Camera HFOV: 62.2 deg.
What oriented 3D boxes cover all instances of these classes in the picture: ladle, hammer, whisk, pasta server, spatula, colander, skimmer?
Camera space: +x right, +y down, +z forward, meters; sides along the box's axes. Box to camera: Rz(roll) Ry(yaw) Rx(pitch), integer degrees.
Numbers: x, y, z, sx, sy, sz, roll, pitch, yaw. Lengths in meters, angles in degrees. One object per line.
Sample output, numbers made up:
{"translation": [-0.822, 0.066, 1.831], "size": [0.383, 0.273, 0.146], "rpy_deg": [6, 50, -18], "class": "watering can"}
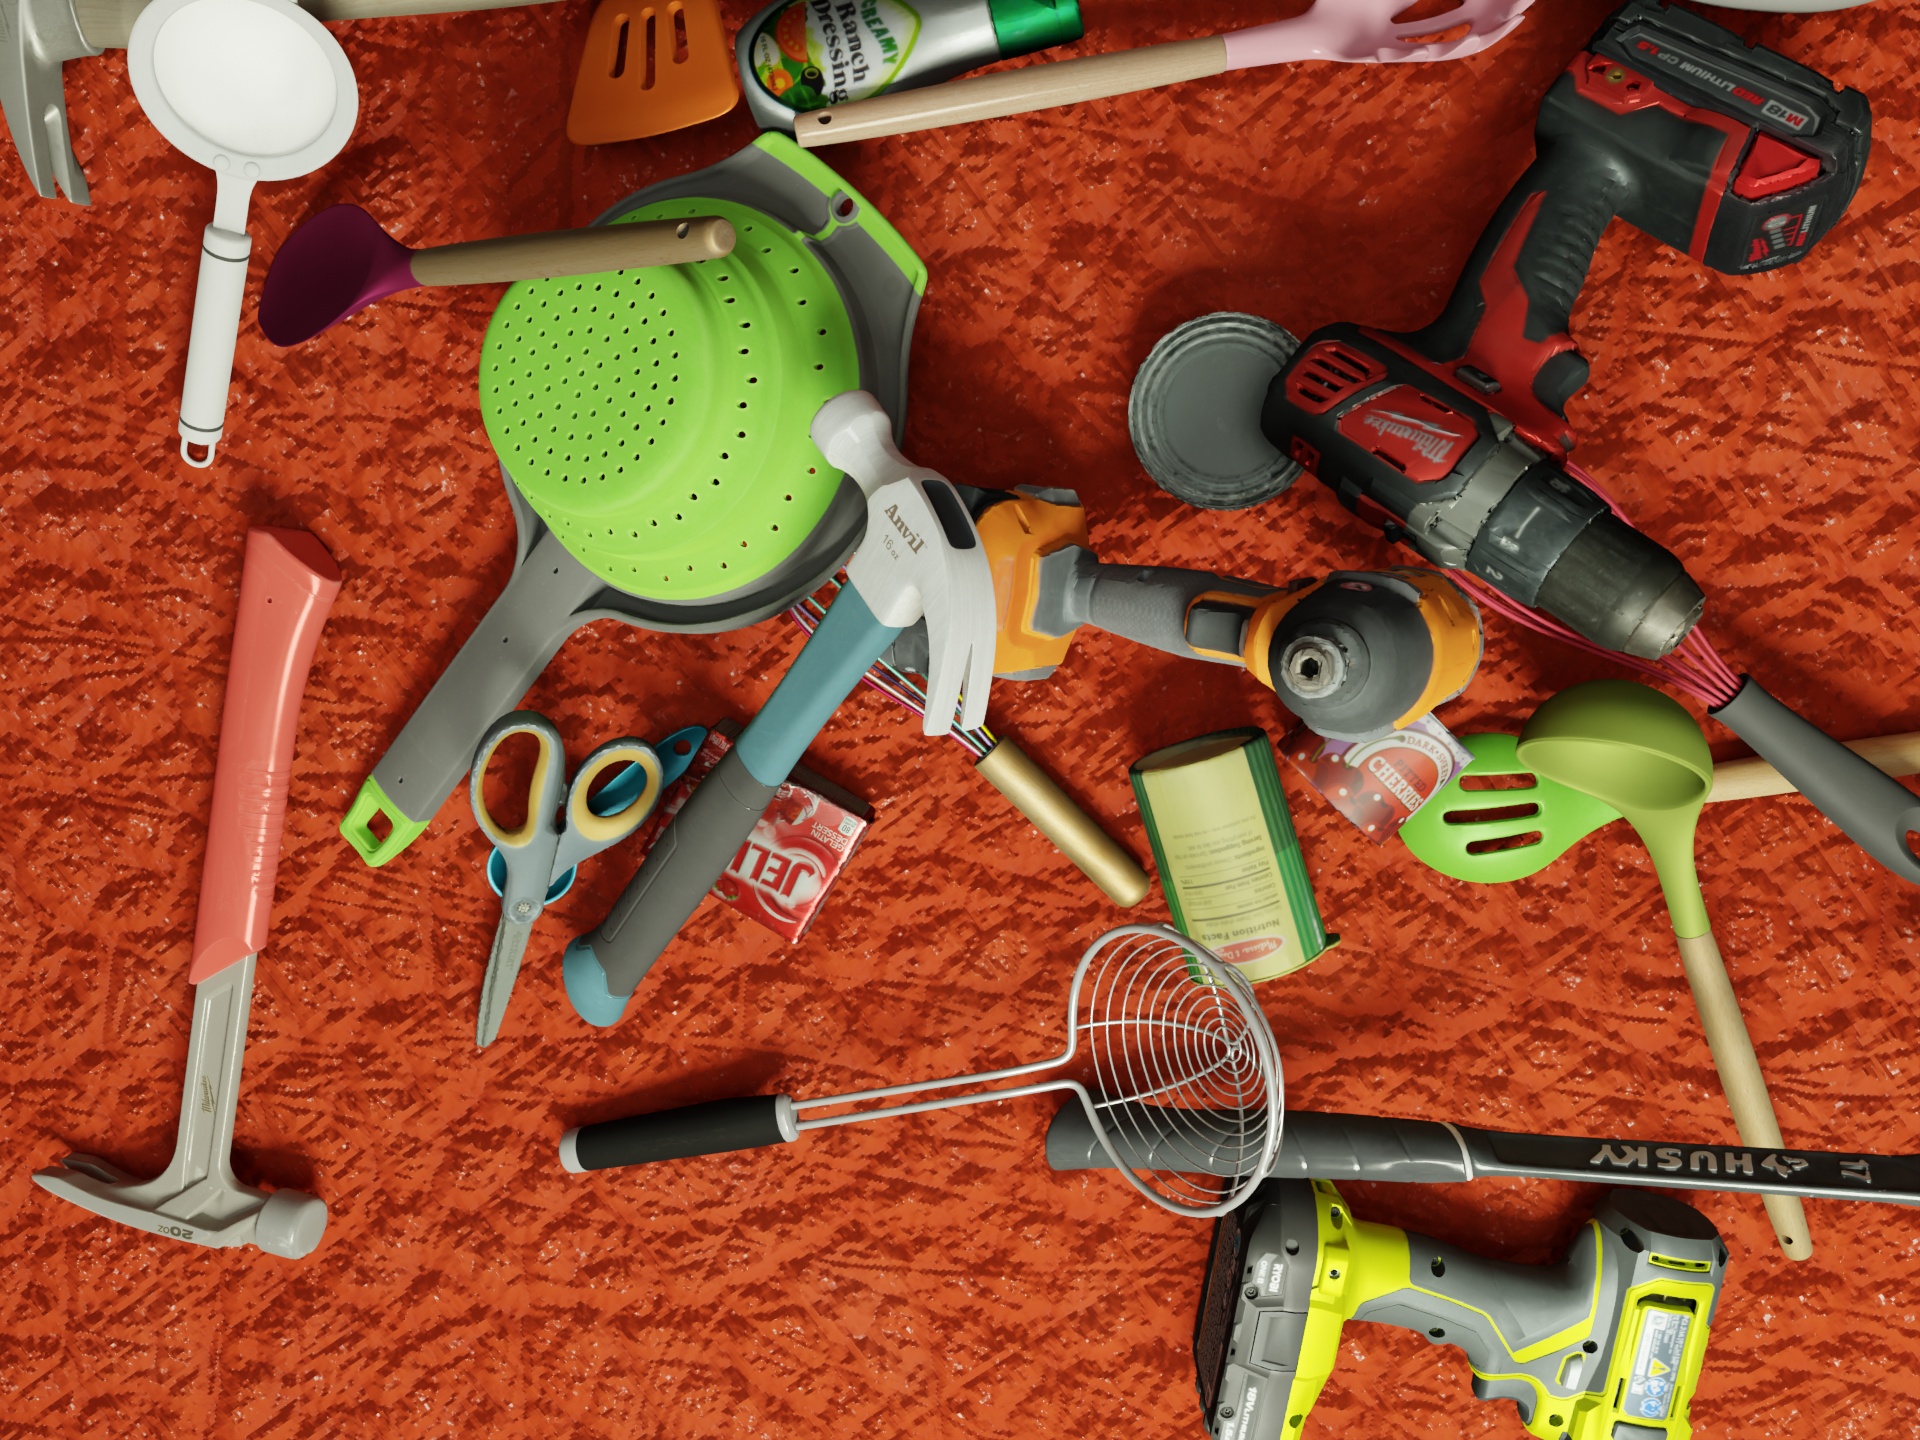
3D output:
{"translation": [0.325, 0.121, 0.703], "size": [0.062, 0.078, 0.320], "rpy_deg": [-36, 110, -31], "class": "ladle"}
{"translation": [-0.093, 0.025, 0.682], "size": [0.128, 0.033, 0.331], "rpy_deg": [55, 126, 22], "class": "hammer"}
{"translation": [0.232, 0.191, 0.683], "size": [0.409, 0.149, 0.036], "rpy_deg": [-3, 119, 23], "class": "hammer"}
{"translation": [-0.236, -0.313, 0.684], "size": [0.410, 0.038, 0.146], "rpy_deg": [0, 100, 13], "class": "hammer"}
{"translation": [0.317, -0.024, 0.688], "size": [0.296, 0.073, 0.073], "rpy_deg": [39, 100, 1], "class": "whisk"}
{"translation": [0.000, -0.003, 0.737], "size": [0.245, 0.051, 0.047], "rpy_deg": [44, 94, -6], "class": "whisk"}
{"translation": [0.085, -0.281, 0.670], "size": [0.316, 0.040, 0.060], "rpy_deg": [-11, 79, -1], "class": "pasta server"}
{"translation": [-0.152, -0.413, 0.686], "size": [0.081, 0.041, 0.322], "rpy_deg": [-7, 97, 13], "class": "spatula"}
{"translation": [-0.183, -0.080, 0.694], "size": [0.204, 0.094, 0.397], "rpy_deg": [45, 107, 14], "class": "colander"}
{"translation": [-0.033, 0.177, 0.721], "size": [0.363, 0.090, 0.127], "rpy_deg": [-12, 86, 15], "class": "skimmer"}
{"translation": [-0.363, 0.082, 0.781], "size": [0.149, 0.037, 0.359], "rpy_deg": [13, 99, 9], "class": "hammer"}

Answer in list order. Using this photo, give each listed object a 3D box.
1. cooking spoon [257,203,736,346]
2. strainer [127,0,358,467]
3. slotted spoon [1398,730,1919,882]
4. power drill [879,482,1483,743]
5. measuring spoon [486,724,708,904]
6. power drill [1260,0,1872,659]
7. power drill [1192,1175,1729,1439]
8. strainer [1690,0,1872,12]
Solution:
{"translation": [-0.204, -0.186, 0.650], "size": [0.319, 0.017, 0.069], "rpy_deg": [9, 81, 39], "class": "cooking spoon"}
{"translation": [-0.321, -0.218, 0.696], "size": [0.086, 0.050, 0.258], "rpy_deg": [10, 128, -25], "class": "strainer"}
{"translation": [0.357, 0.024, 0.719], "size": [0.314, 0.031, 0.070], "rpy_deg": [-8, 94, 5], "class": "slotted spoon"}
{"translation": [0.081, -0.042, 0.635], "size": [0.226, 0.164, 0.084], "rpy_deg": [12, 101, 25], "class": "power drill"}
{"translation": [-0.175, 0.041, 0.773], "size": [0.128, 0.021, 0.042], "rpy_deg": [-38, 117, 1], "class": "measuring spoon"}
{"translation": [0.256, -0.149, 0.628], "size": [0.188, 0.080, 0.226], "rpy_deg": [40, 90, 23], "class": "power drill"}
{"translation": [0.230, 0.299, 0.749], "size": [0.223, 0.080, 0.171], "rpy_deg": [9, 99, 0], "class": "power drill"}
{"translation": [0.250, -0.341, 0.612], "size": [0.340, 0.095, 0.211], "rpy_deg": [-8, 75, -5], "class": "strainer"}
